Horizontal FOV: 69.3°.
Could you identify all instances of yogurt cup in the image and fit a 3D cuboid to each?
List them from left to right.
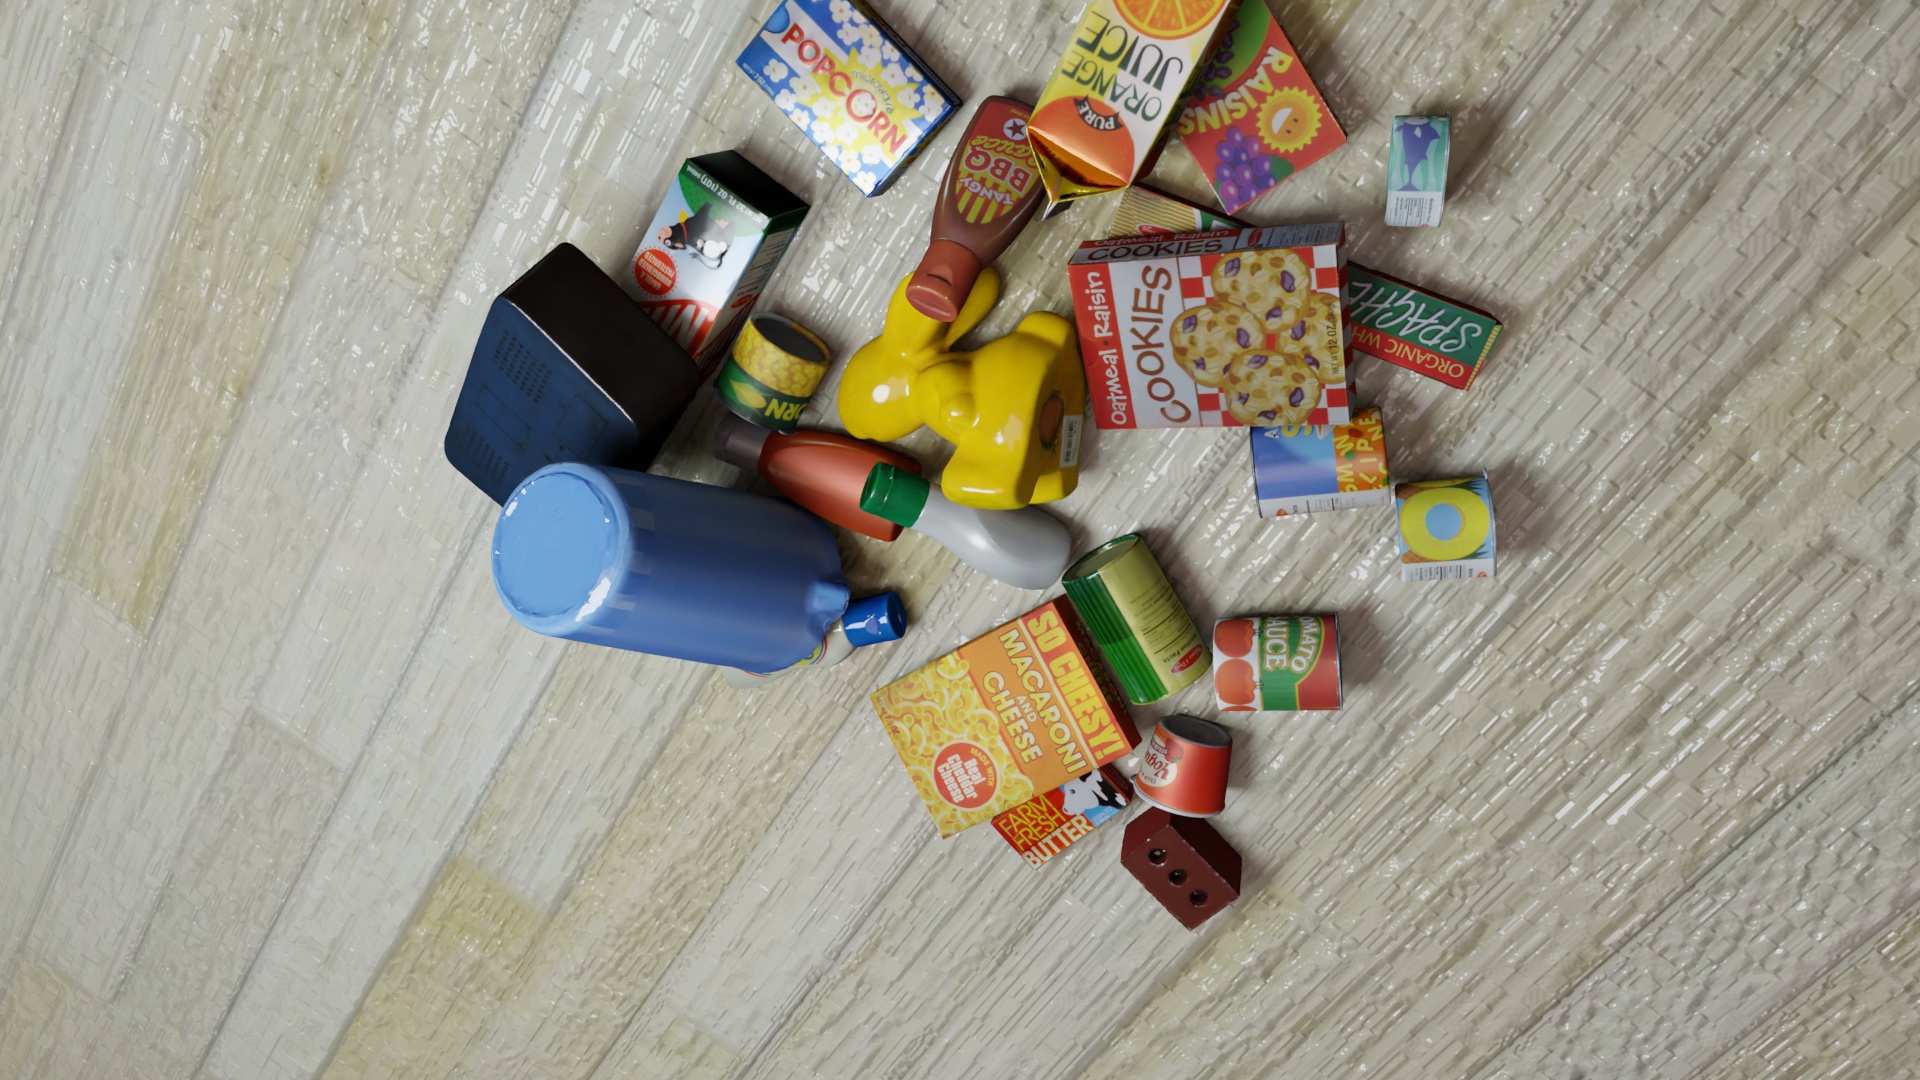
[{"bbox_3d":[0.164,0.161,1.003,0.072,0.072,0.053,14,104,9],"label":"yogurt cup"}]

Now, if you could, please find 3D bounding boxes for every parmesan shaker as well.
[{"bbox_3d":[0.125,0.053,0.976,0.071,0.071,0.103,-28,99,22],"label":"parmesan shaker"}]

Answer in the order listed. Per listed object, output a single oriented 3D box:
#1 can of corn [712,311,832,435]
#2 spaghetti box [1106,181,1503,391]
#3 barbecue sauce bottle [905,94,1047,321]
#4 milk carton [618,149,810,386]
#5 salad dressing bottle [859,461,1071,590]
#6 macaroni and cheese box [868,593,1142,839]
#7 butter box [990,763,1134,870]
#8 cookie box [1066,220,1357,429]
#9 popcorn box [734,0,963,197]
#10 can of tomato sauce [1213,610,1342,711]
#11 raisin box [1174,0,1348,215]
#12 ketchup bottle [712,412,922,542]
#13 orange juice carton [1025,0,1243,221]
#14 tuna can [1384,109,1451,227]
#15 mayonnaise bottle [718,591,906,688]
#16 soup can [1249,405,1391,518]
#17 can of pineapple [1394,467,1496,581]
[{"bbox_3d":[-0.130,-0.118,0.978,0.071,0.071,0.058,34,114,1],"label":"can of corn"},{"bbox_3d":[0.217,-0.164,0.892,0.250,0.029,0.050,22,114,6],"label":"spaghetti box"},{"bbox_3d":[0.012,-0.208,0.876,0.065,0.043,0.149,25,72,3],"label":"barbecue sauce bottle"},{"bbox_3d":[-0.191,-0.171,0.972,0.072,0.074,0.189,36,114,1],"label":"milk carton"},{"bbox_3d":[0.003,-0.012,0.966,0.148,0.064,0.043,22,133,-16],"label":"salad dressing bottle"},{"bbox_3d":[0.032,0.130,1.027,0.166,0.040,0.123,-29,87,21],"label":"macaroni and cheese box"},{"bbox_3d":[0.077,0.204,1.062,0.103,0.024,0.053,-40,95,23],"label":"butter box"},{"bbox_3d":[0.160,-0.133,0.884,0.167,0.040,0.122,1,124,23],"label":"cookie box"},{"bbox_3d":[-0.072,-0.301,0.914,0.126,0.038,0.085,45,115,-4],"label":"popcorn box"},{"bbox_3d":[0.219,0.084,0.958,0.083,0.071,0.071,-3,108,16],"label":"can of tomato sauce"},{"bbox_3d":[0.171,-0.276,0.859,0.086,0.040,0.123,-31,98,22],"label":"raisin box"},{"bbox_3d":[-0.106,-0.052,1.008,0.149,0.044,0.064,20,110,7],"label":"ketchup bottle"},{"bbox_3d":[0.101,-0.276,0.816,0.073,0.072,0.191,31,114,5],"label":"orange juice carton"},{"bbox_3d":[0.275,-0.225,0.836,0.033,0.071,0.070,4,110,15],"label":"tuna can"},{"bbox_3d":[-0.115,0.070,1.055,0.148,0.041,0.064,-13,103,19],"label":"mayonnaise bottle"},{"bbox_3d":[0.234,-0.054,0.907,0.084,0.071,0.071,-6,108,16],"label":"soup can"},{"bbox_3d":[0.314,-0.009,0.902,0.058,0.071,0.070,-5,108,17],"label":"can of pineapple"}]
